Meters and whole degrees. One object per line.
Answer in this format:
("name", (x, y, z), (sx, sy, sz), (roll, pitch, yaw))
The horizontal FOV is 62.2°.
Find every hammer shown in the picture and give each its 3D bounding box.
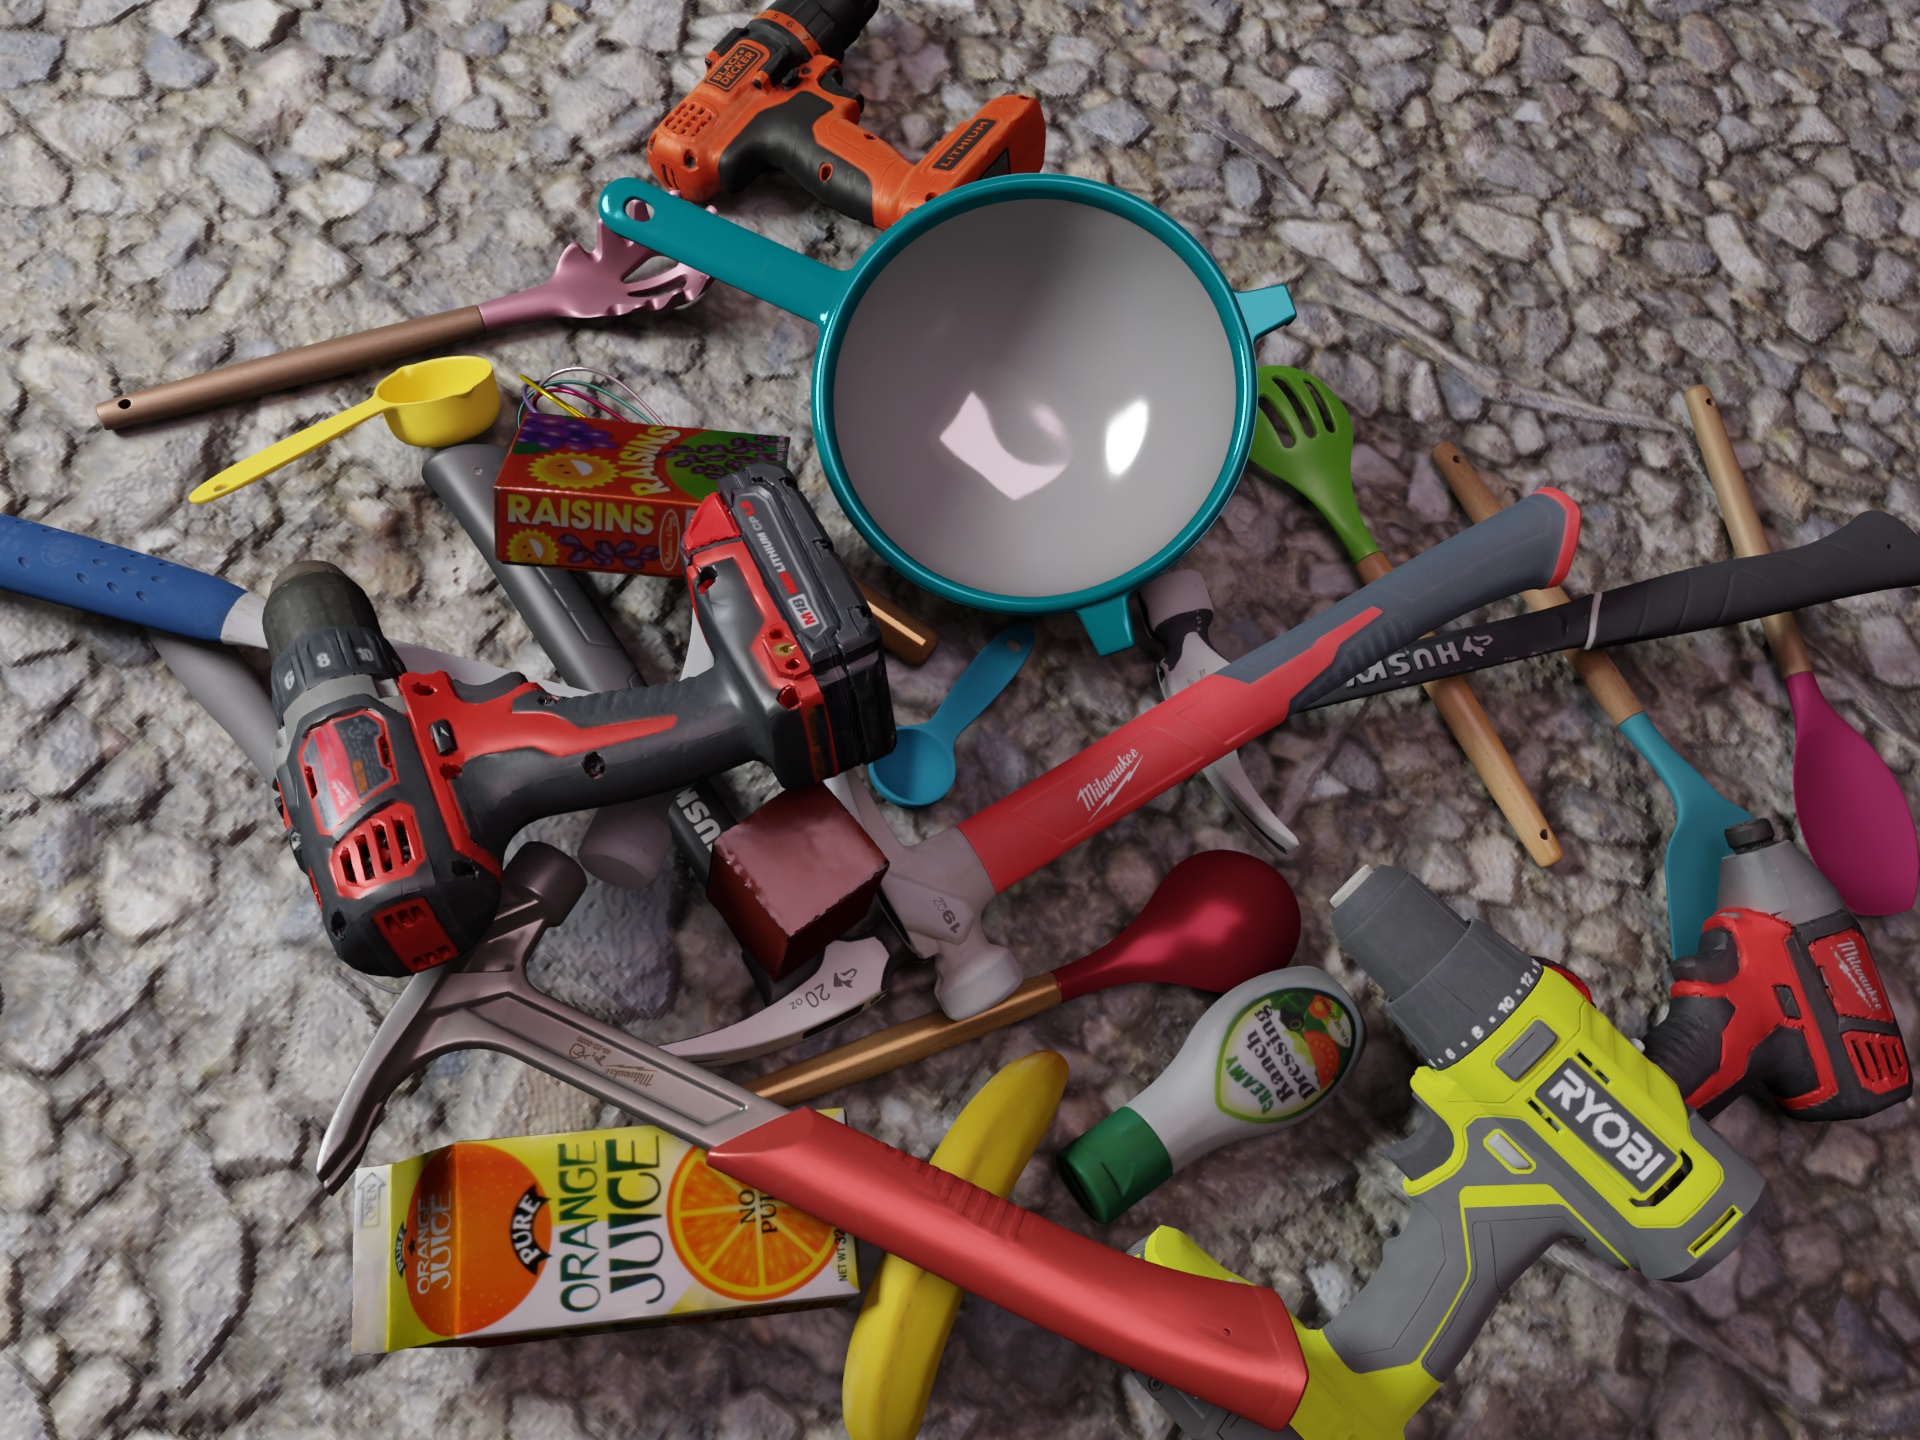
("hammer", (-0.155, 0.005, 0.732), (0.146, 0.035, 0.335), (-31, 75, -21))
("hammer", (-0.301, -0.046, 0.692), (0.405, 0.035, 0.144), (15, 58, 3))
("hammer", (-0.046, 0.178, 0.589), (0.359, 0.036, 0.149), (24, 58, 6))
("hammer", (0.124, -0.024, 0.729), (0.386, 0.038, 0.143), (-30, 91, -15))
("hammer", (0.302, -0.042, 0.800), (0.409, 0.036, 0.149), (-12, 72, -8))

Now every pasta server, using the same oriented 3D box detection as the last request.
("pasta server", (-0.268, -0.199, 0.799), (0.316, 0.040, 0.060), (-20, 76, -16))

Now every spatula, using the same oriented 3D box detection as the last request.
("spatula", (0.331, -0.016, 0.835), (0.082, 0.044, 0.318), (-20, 67, -16))

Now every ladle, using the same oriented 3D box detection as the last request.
("ladle", (0.019, 0.128, 0.715), (0.315, 0.031, 0.069), (-18, 73, -15))

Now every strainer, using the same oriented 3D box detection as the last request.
("strainer", (-0.020, -0.180, 0.797), (0.340, 0.095, 0.211), (26, 89, 7))

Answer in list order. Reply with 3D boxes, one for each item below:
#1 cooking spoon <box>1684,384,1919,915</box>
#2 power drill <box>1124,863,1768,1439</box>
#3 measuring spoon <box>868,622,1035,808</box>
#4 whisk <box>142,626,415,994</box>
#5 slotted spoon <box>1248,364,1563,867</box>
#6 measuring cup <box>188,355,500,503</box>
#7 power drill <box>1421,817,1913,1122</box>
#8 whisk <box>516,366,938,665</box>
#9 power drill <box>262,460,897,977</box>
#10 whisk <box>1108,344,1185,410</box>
("cooking spoon", (0.451, -0.047, 0.871), (0.068, 0.017, 0.319), (-3, 68, -12))
("power drill", (0.169, 0.190, 0.634), (0.191, 0.080, 0.228), (44, 93, 11))
("measuring spoon", (-0.001, -0.002, 0.776), (0.042, 0.021, 0.129), (36, 57, 6))
("whisk", (-0.294, 0.024, 0.696), (0.055, 0.055, 0.239), (-37, 73, -22))
("slotted spoon", (0.229, -0.064, 0.835), (0.070, 0.031, 0.314), (-22, 74, -15))
("measuring cup", (-0.286, -0.129, 0.750), (0.062, 0.029, 0.156), (23, 48, 38))
("power drill", (0.326, 0.134, 0.731), (0.219, 0.078, 0.143), (-14, 82, -19))
("whisk", (-0.117, -0.100, 0.781), (0.245, 0.047, 0.051), (34, 64, 2))
("power drill", (-0.158, -0.020, 0.624), (0.226, 0.080, 0.188), (-23, 56, -12))
("whisk", (0.052, -0.229, 0.866), (0.246, 0.057, 0.059), (39, 26, 12))
